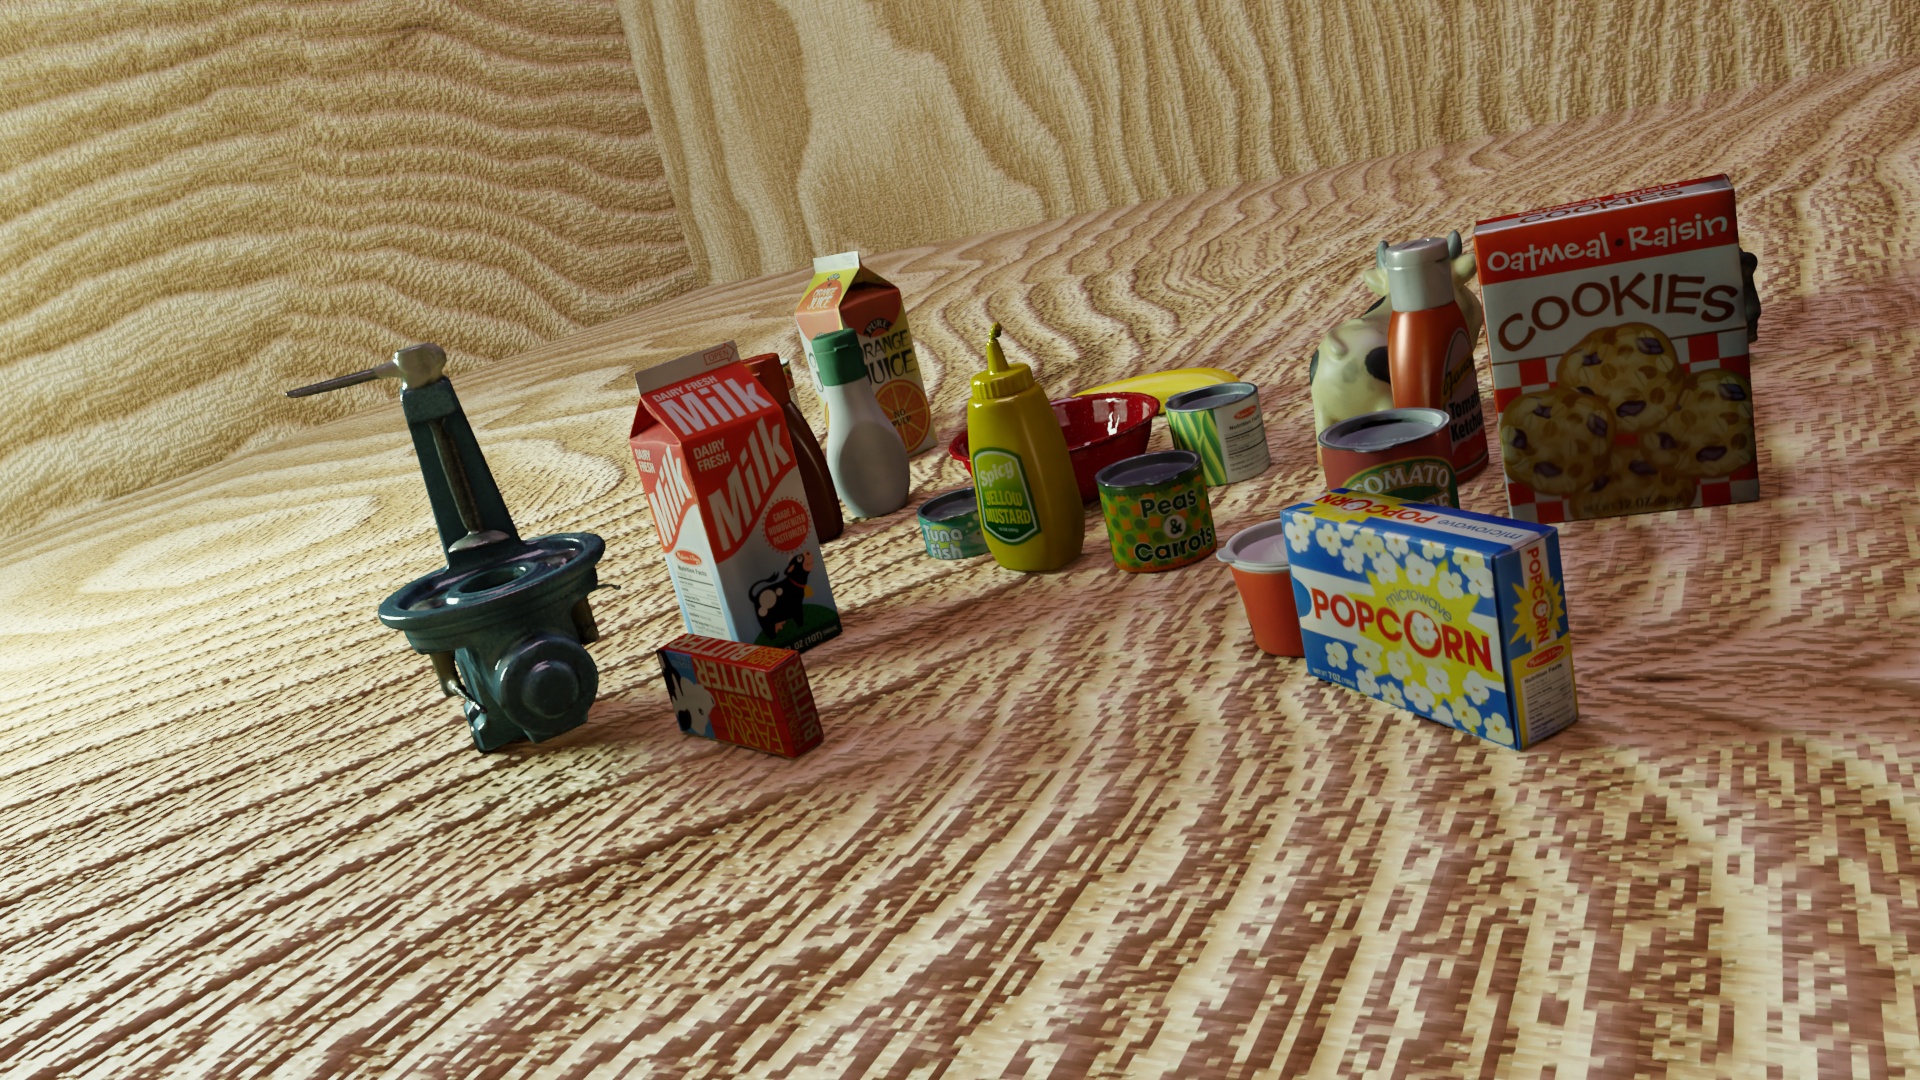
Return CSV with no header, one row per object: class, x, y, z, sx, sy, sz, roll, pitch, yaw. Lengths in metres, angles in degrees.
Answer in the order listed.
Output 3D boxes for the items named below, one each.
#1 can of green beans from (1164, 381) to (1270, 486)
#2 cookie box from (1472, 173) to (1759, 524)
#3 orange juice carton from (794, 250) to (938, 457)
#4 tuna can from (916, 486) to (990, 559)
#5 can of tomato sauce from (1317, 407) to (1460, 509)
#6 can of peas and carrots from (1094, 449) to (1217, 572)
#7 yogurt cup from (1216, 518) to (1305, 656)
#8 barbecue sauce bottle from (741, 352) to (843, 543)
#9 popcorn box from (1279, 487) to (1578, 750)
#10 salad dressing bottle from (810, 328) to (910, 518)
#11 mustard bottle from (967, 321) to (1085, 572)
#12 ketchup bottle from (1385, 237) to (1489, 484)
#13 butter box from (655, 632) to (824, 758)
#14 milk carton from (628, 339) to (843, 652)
can of green beans,0.183,-0.076,0.989,0.071,0.057,0.071,-13,17,4
cookie box,0.348,-0.098,0.740,0.123,0.167,0.040,-7,18,23
orange juice carton,-0.090,-0.167,1.267,0.073,0.192,0.072,-26,20,-35
tuna can,0.003,-0.012,0.974,0.071,0.032,0.071,-13,17,4
can of tomato sauce,0.229,-0.020,0.733,0.071,0.083,0.071,-13,17,4
can of peas and carrots,0.121,-0.018,0.853,0.071,0.058,0.071,-13,17,4
yogurt cup,0.170,0.023,0.693,0.072,0.053,0.072,-13,17,4
barbecue sauce bottle,-0.138,-0.068,1.068,0.065,0.148,0.044,-12,17,9
popcorn box,0.198,0.029,0.597,0.038,0.085,0.127,-21,18,-23
salad dressing bottle,-0.082,-0.093,1.104,0.064,0.147,0.044,-19,17,-15
mustard bottle,0.035,-0.060,0.882,0.065,0.159,0.049,1,22,41
ketchup bottle,0.290,-0.110,0.857,0.065,0.148,0.043,-28,21,-38
butter box,-0.118,0.081,0.739,0.103,0.053,0.024,3,24,45
milk carton,-0.142,-0.021,0.850,0.072,0.190,0.073,-26,20,-33
